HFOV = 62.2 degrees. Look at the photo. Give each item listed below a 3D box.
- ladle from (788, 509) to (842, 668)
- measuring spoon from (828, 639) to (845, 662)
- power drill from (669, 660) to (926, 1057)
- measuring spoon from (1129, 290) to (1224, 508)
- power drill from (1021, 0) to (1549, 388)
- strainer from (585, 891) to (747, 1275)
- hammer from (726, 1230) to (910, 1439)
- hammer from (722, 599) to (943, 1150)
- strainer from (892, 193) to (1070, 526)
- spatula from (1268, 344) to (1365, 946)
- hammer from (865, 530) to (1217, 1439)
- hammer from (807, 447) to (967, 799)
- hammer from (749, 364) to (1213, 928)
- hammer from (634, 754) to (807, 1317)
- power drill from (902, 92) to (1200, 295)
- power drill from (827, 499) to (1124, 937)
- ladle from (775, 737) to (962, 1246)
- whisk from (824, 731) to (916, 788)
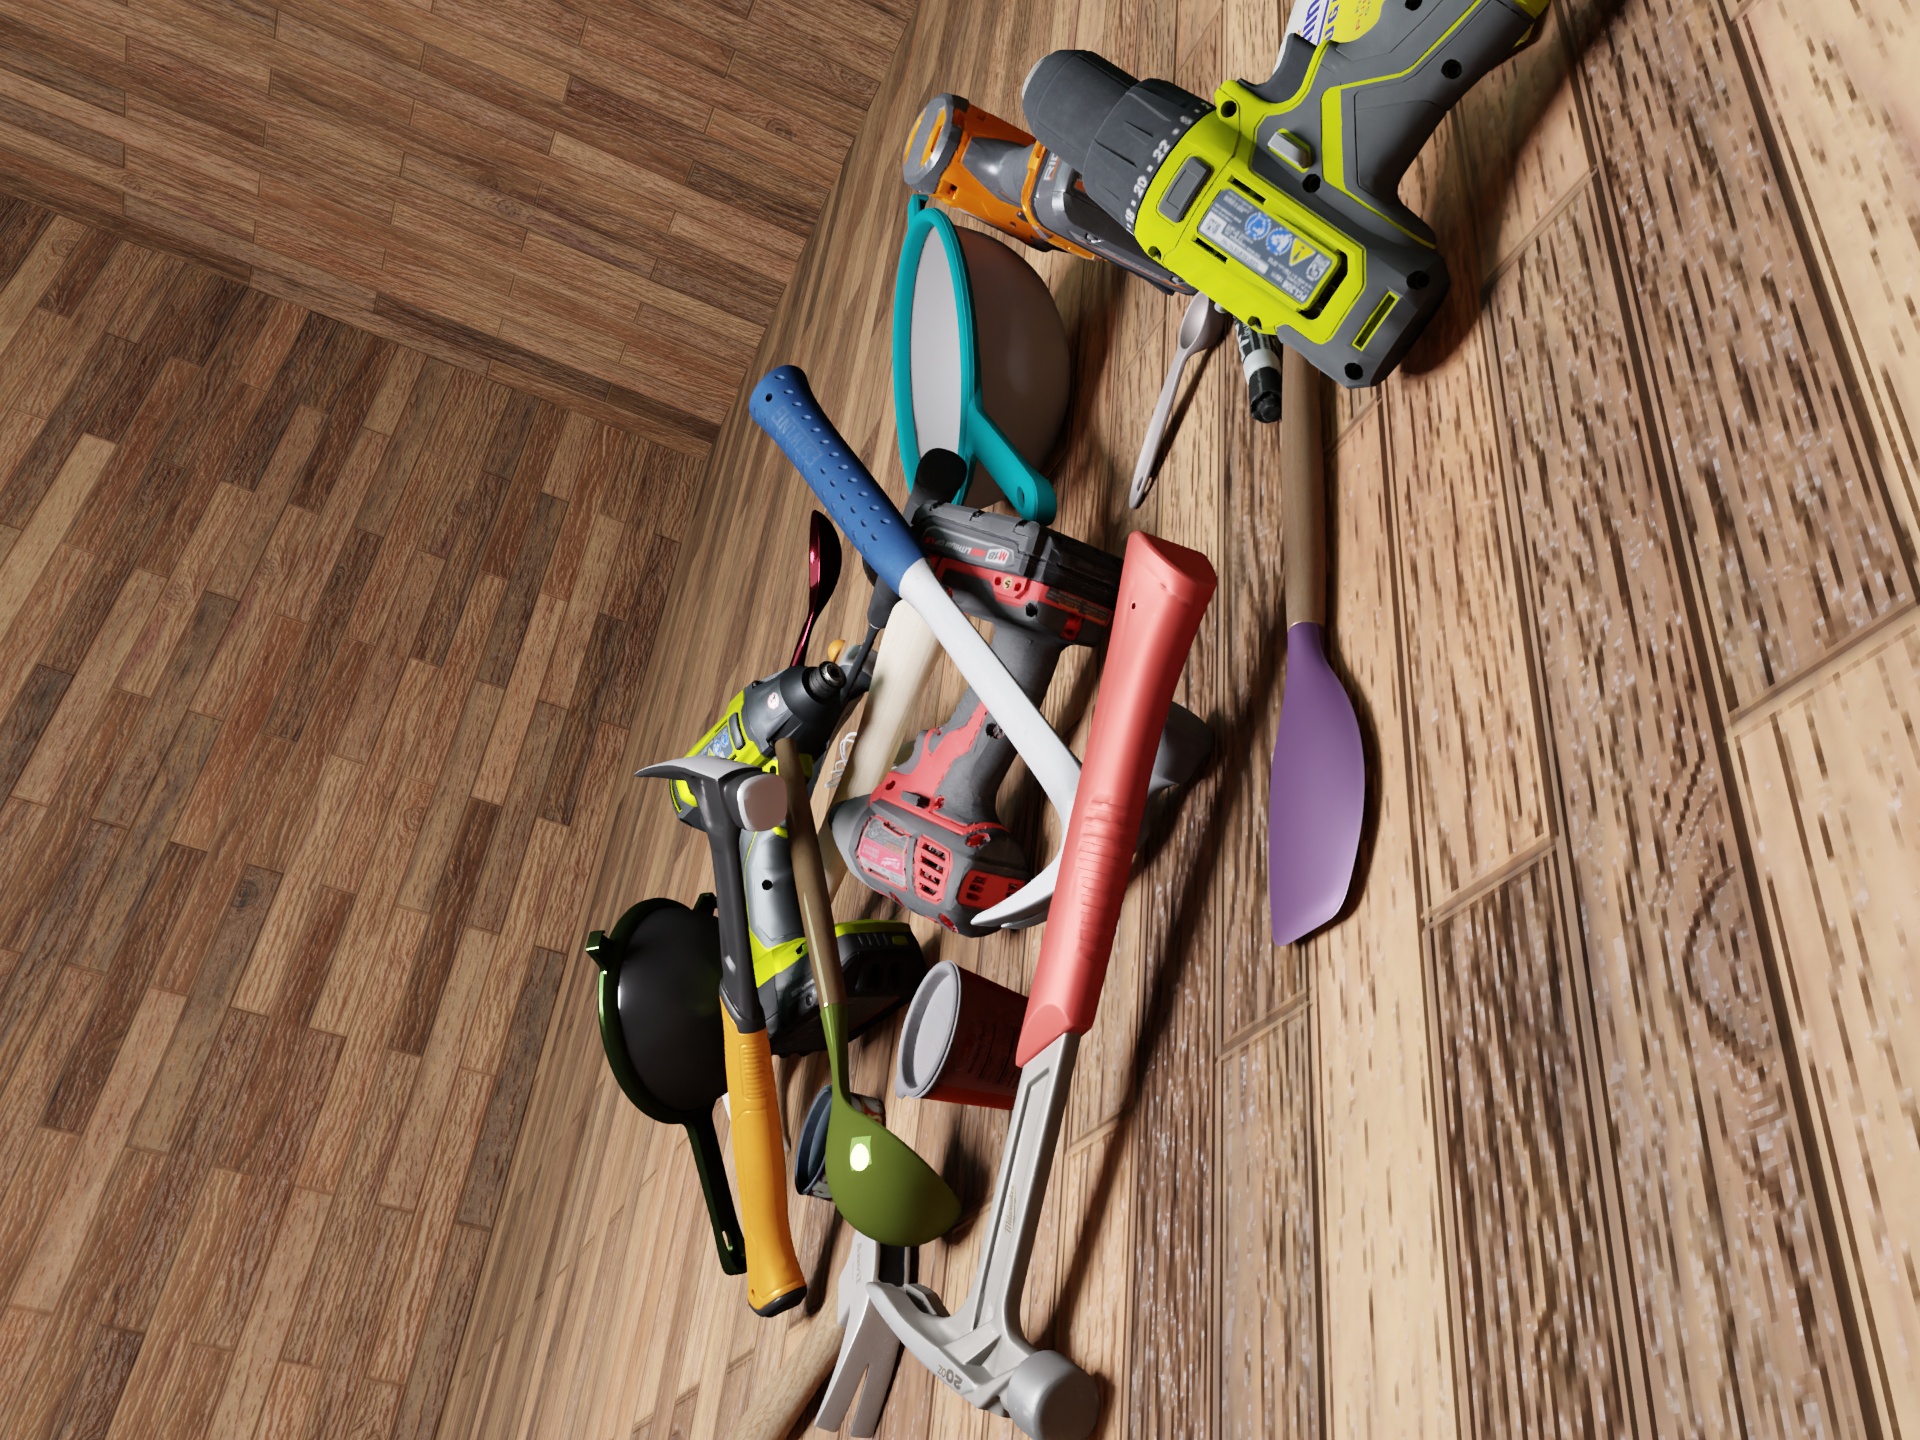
[{"bbox_3d":[-0.130,-0.002,1.163,0.069,0.031,0.315,141,142,-77],"label":"ladle"},{"bbox_3d":[-0.110,-0.036,1.242,0.021,0.011,0.117,-61,3,29],"label":"measuring spoon"},{"bbox_3d":[-0.105,0.085,1.005,0.171,0.080,0.223,-40,58,39],"label":"power drill"},{"bbox_3d":[0.119,-0.173,0.870,0.034,0.018,0.124,-110,35,-65],"label":"measuring spoon"},{"bbox_3d":[0.144,-0.269,0.608,0.228,0.191,0.080,-56,-14,26],"label":"power drill"},{"bbox_3d":[-0.157,0.239,1.052,0.151,0.069,0.256,-11,-93,-68],"label":"strainer"},{"bbox_3d":[-0.105,0.396,0.906,0.130,0.031,0.331,-93,27,-53],"label":"hammer"},{"bbox_3d":[-0.088,0.104,1.076,0.410,0.038,0.146,-66,32,27],"label":"hammer"},{"bbox_3d":[0.036,-0.205,1.025,0.341,0.095,0.210,-117,27,-55],"label":"strainer"},{"bbox_3d":[0.142,-0.058,0.649,0.059,0.018,0.316,132,151,-51],"label":"spatula"},{"bbox_3d":[0.043,0.099,0.669,0.149,0.036,0.359,6,83,62],"label":"hammer"},{"bbox_3d":[-0.061,-0.067,1.117,0.149,0.036,0.408,-63,2,-27],"label":"hammer"},{"bbox_3d":[-0.023,-0.064,0.840,0.144,0.035,0.406,-55,47,23],"label":"hammer"},{"bbox_3d":[-0.129,0.186,0.929,0.127,0.034,0.337,9,107,53],"label":"hammer"},{"bbox_3d":[0.076,-0.315,0.954,0.227,0.164,0.084,41,111,59],"label":"power drill"},{"bbox_3d":[-0.001,-0.003,0.882,0.143,0.078,0.219,20,93,48],"label":"power drill"},{"bbox_3d":[-0.061,0.132,0.868,0.078,0.062,0.321,81,175,-51],"label":"ladle"},{"bbox_3d":[-0.036,0.027,1.083,0.246,0.058,0.059,-16,90,65],"label":"whisk"}]
